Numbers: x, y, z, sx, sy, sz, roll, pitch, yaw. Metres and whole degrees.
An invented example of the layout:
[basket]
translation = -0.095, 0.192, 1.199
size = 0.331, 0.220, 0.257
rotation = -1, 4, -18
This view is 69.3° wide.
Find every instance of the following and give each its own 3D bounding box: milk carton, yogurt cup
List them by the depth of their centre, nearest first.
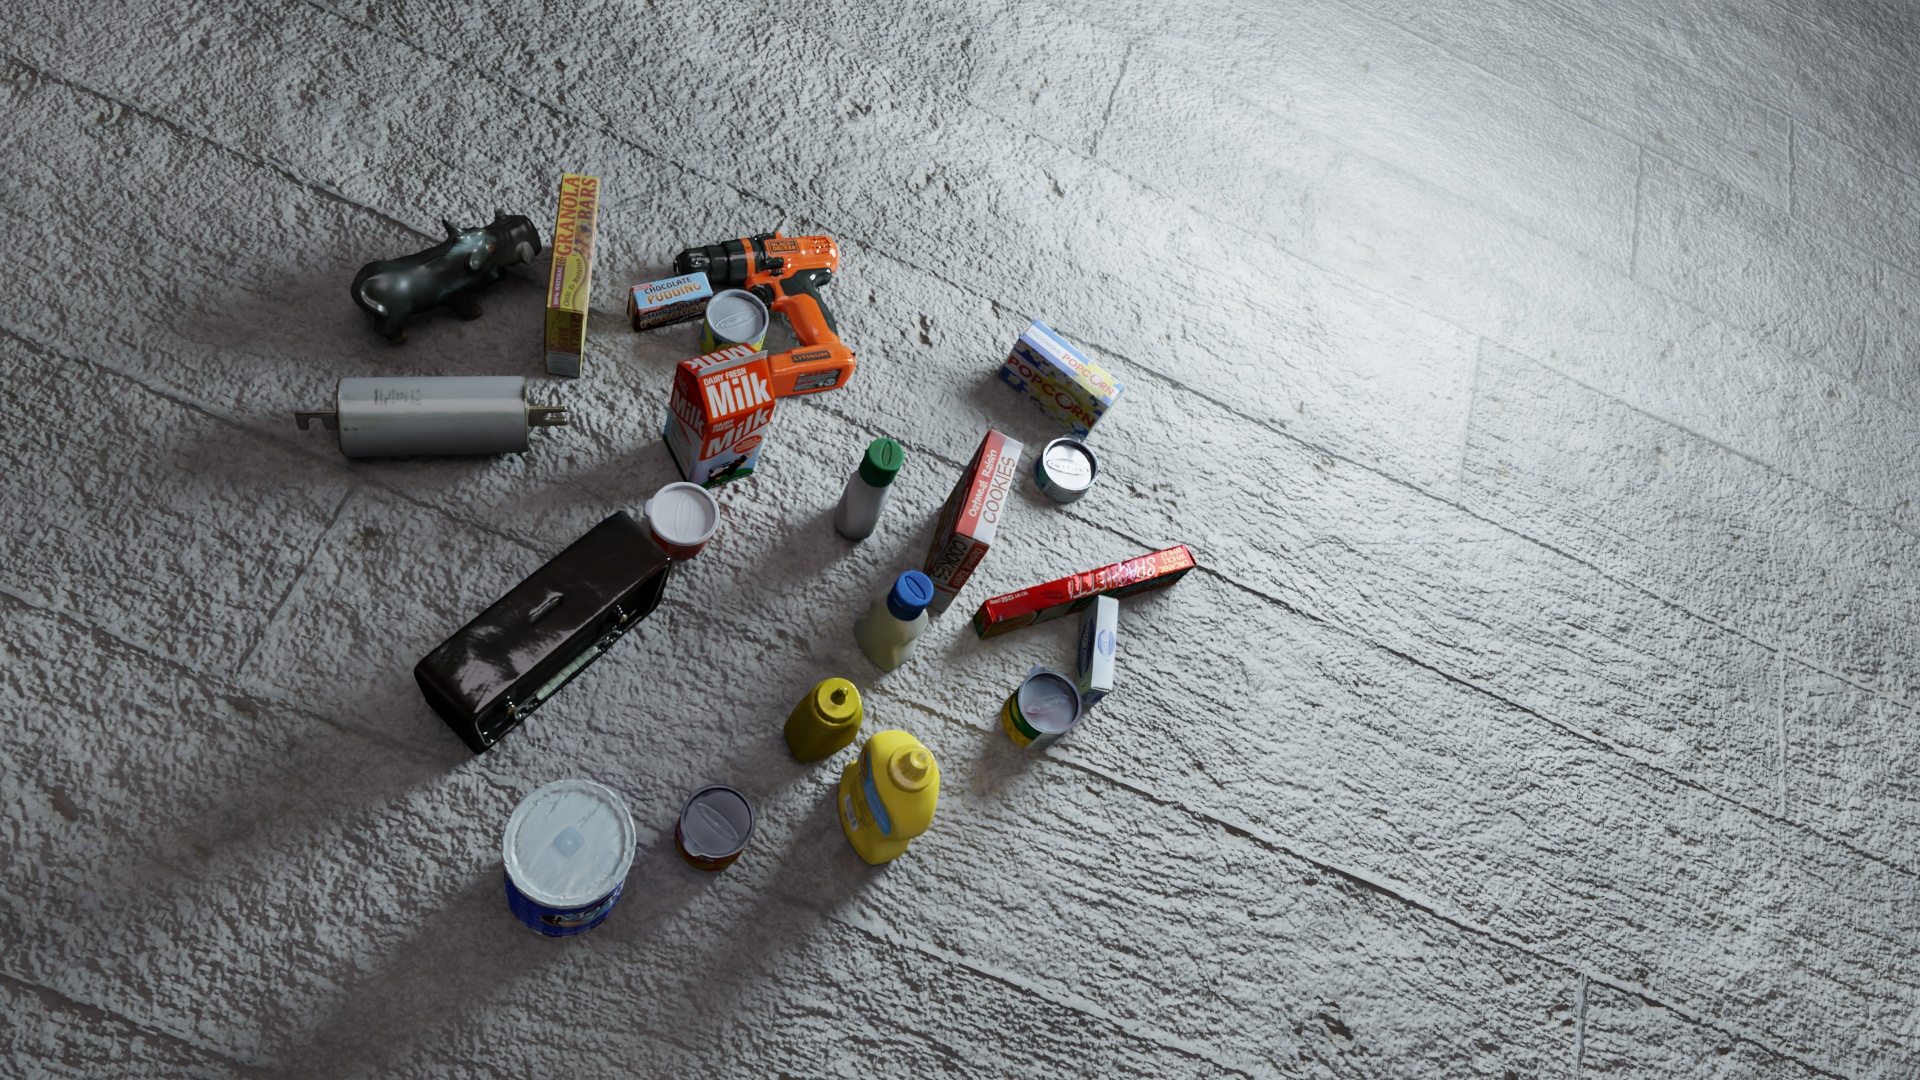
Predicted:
[milk carton]
translation = -0.234, -0.126, 1.351
size = 0.072, 0.189, 0.073
rotation = -21, 73, -25
[yogurt cup]
translation = -0.274, -0.016, 1.363
size = 0.072, 0.053, 0.072
rotation = 7, 63, -14

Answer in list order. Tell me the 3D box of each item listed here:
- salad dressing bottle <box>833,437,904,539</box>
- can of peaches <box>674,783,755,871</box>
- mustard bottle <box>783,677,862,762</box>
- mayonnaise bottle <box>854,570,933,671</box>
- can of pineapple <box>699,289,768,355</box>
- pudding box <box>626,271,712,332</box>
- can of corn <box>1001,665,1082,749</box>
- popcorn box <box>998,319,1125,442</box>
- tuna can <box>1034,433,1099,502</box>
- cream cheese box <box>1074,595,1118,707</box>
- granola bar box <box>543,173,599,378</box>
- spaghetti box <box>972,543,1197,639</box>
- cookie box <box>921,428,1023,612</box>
[salad dressing bottle]
translation = -0.091, -0.052, 1.385
size = 0.044, 0.147, 0.064
rotation = 13, 62, -11
[can of peaches]
translation = -0.222, 0.259, 1.242
size = 0.071, 0.057, 0.071
rotation = 7, 63, -14
[mustard bottle]
translation = -0.119, 0.158, 1.265
size = 0.065, 0.159, 0.049
rotation = -18, 72, -24
[mayonnaise bottle]
translation = -0.061, 0.074, 1.332
size = 0.041, 0.147, 0.065
rotation = -35, 79, -28
[can of pineapple]
translation = -0.240, -0.222, 1.473
size = 0.071, 0.057, 0.071
rotation = 7, 63, -14
[pudding box]
translation = -0.308, -0.253, 1.472
size = 0.084, 0.049, 0.030
rotation = -17, 71, -24
[can of corn]
translation = 0.079, 0.167, 1.382
size = 0.071, 0.058, 0.071
rotation = 7, 63, -14
[popcorn box]
translation = 0.111, -0.178, 1.547
size = 0.127, 0.085, 0.038
rotation = 38, 60, 3
[tuna can]
translation = 0.116, -0.079, 1.530
size = 0.071, 0.032, 0.071
rotation = 7, 63, -14
[cream cheese box]
translation = 0.139, 0.115, 1.430
size = 0.024, 0.053, 0.104
rotation = 14, 62, -11
[granola bar box]
translation = -0.395, -0.268, 1.409
size = 0.039, 0.123, 0.166
rotation = 6, 63, -15
[spaghetti box]
translation = 0.132, 0.053, 1.460
size = 0.251, 0.050, 0.029
rotation = -15, 70, -23
[cookie box]
translation = 0.005, -0.017, 1.387
size = 0.040, 0.166, 0.123
rotation = 22, 61, -7
